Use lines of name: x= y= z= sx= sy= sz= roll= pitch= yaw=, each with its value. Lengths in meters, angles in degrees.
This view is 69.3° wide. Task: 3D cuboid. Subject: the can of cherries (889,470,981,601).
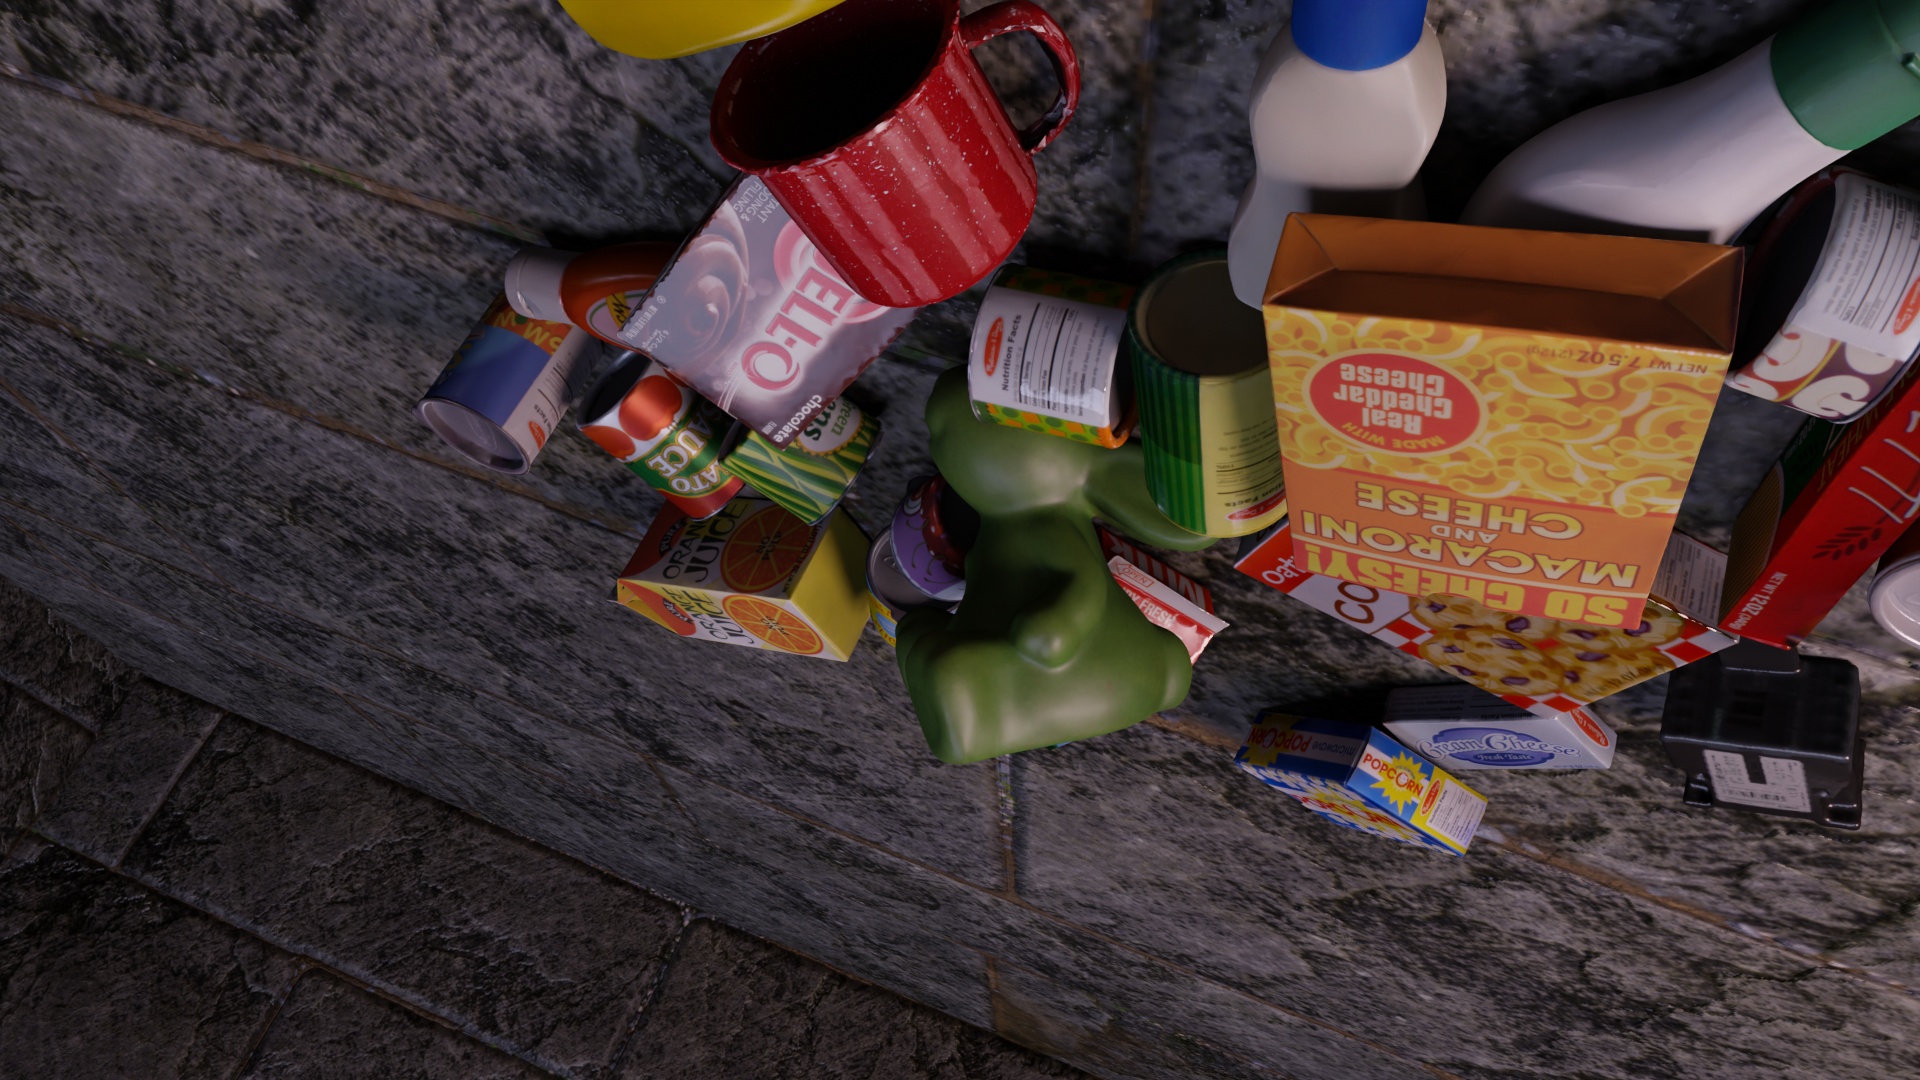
can of cherries: x=0.003 y=-0.009 z=0.720 sx=0.071 sy=0.072 sz=0.058 roll=32 pitch=154 yaw=-14

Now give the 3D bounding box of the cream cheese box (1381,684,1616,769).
cream cheese box: x=0.279 y=0.097 z=0.725 sx=0.053 sy=0.024 sz=0.103 roll=39 pitch=151 yaw=-25

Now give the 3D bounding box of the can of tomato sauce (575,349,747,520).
can of tomato sauce: x=-0.156 y=-0.061 z=0.757 sx=0.071 sy=0.071 sz=0.083 roll=-8 pitch=139 yaw=48

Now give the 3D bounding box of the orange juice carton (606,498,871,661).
orange juice carton: x=-0.148 y=0.020 z=0.901 sx=0.192 sy=0.072 sz=0.072 roll=5 pitch=147 yaw=35

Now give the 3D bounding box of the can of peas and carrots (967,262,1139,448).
can of peas and carrots: x=0.043 y=-0.075 z=0.560 sx=0.059 sy=0.071 sz=0.070 roll=14 pitch=152 yaw=20

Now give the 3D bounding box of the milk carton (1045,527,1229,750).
milk carton: x=0.071 y=0.054 z=0.768 sx=0.072 sy=0.074 sz=0.190 roll=30 pitch=154 yaw=-11

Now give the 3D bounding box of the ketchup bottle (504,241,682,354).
ketchup bottle: x=-0.153 y=-0.117 z=0.675 sx=0.149 sy=0.044 sz=0.064 roll=13 pitch=146 yaw=25

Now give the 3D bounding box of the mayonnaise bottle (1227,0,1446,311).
mayonnaise bottle: x=0.117 y=-0.126 z=0.423 sx=0.065 sy=0.041 sz=0.147 roll=15 pitch=152 yaw=17

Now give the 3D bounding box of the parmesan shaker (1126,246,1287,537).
parmesan shaker: x=0.103 y=-0.058 z=0.541 sx=0.071 sy=0.071 sz=0.102 roll=15 pitch=152 yaw=21

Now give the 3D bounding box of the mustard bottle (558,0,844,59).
mustard bottle: x=-0.065 y=-0.194 z=0.443 sx=0.160 sy=0.049 sz=0.065 roll=6 pitch=148 yaw=33

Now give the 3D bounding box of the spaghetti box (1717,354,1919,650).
spaghetti box: x=0.287 y=-0.045 z=0.415 sx=0.029 sy=0.050 sz=0.249 roll=16 pitch=153 yaw=16

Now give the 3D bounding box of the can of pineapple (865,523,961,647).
can of pineapple: x=-0.022 y=0.028 z=0.807 sx=0.071 sy=0.071 sz=0.057 roll=20 pitch=154 yaw=9

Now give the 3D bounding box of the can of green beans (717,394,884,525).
can of green beans: x=-0.083 y=-0.051 z=0.714 sx=0.058 sy=0.071 sz=0.071 roll=35 pitch=153 yaw=-19

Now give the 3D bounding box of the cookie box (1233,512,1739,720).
cookie box: x=0.219 y=0.011 z=0.595 sx=0.167 sy=0.040 sz=0.122 roll=25 pitch=155 yaw=-4

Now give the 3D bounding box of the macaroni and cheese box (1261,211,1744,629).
macaroni and cheese box: x=0.168 y=-0.032 z=0.452 sx=0.124 sy=0.040 sz=0.165 roll=10 pitch=154 yaw=22

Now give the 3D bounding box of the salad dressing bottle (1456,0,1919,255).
salad dressing bottle: x=0.203 y=-0.104 z=0.384 sx=0.064 sy=0.044 sz=0.147 roll=31 pitch=153 yaw=-14

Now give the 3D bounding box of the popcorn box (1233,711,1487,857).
popcorn box: x=0.227 y=0.137 z=0.799 sx=0.085 sy=0.038 sz=0.126 roll=31 pitch=169 yaw=-13

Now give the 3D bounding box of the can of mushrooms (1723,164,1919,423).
can of mushrooms: x=0.244 y=-0.068 z=0.390 sx=0.033 sy=0.071 sz=0.070 roll=21 pitch=154 yaw=9

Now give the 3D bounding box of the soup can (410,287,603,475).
soup can: x=-0.249 y=-0.090 z=0.765 sx=0.071 sy=0.084 sz=0.071 roll=20 pitch=154 yaw=10

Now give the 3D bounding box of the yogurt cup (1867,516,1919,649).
yogurt cup: x=0.339 y=0.002 z=0.453 sx=0.072 sy=0.054 sz=0.072 roll=20 pitch=154 yaw=10
